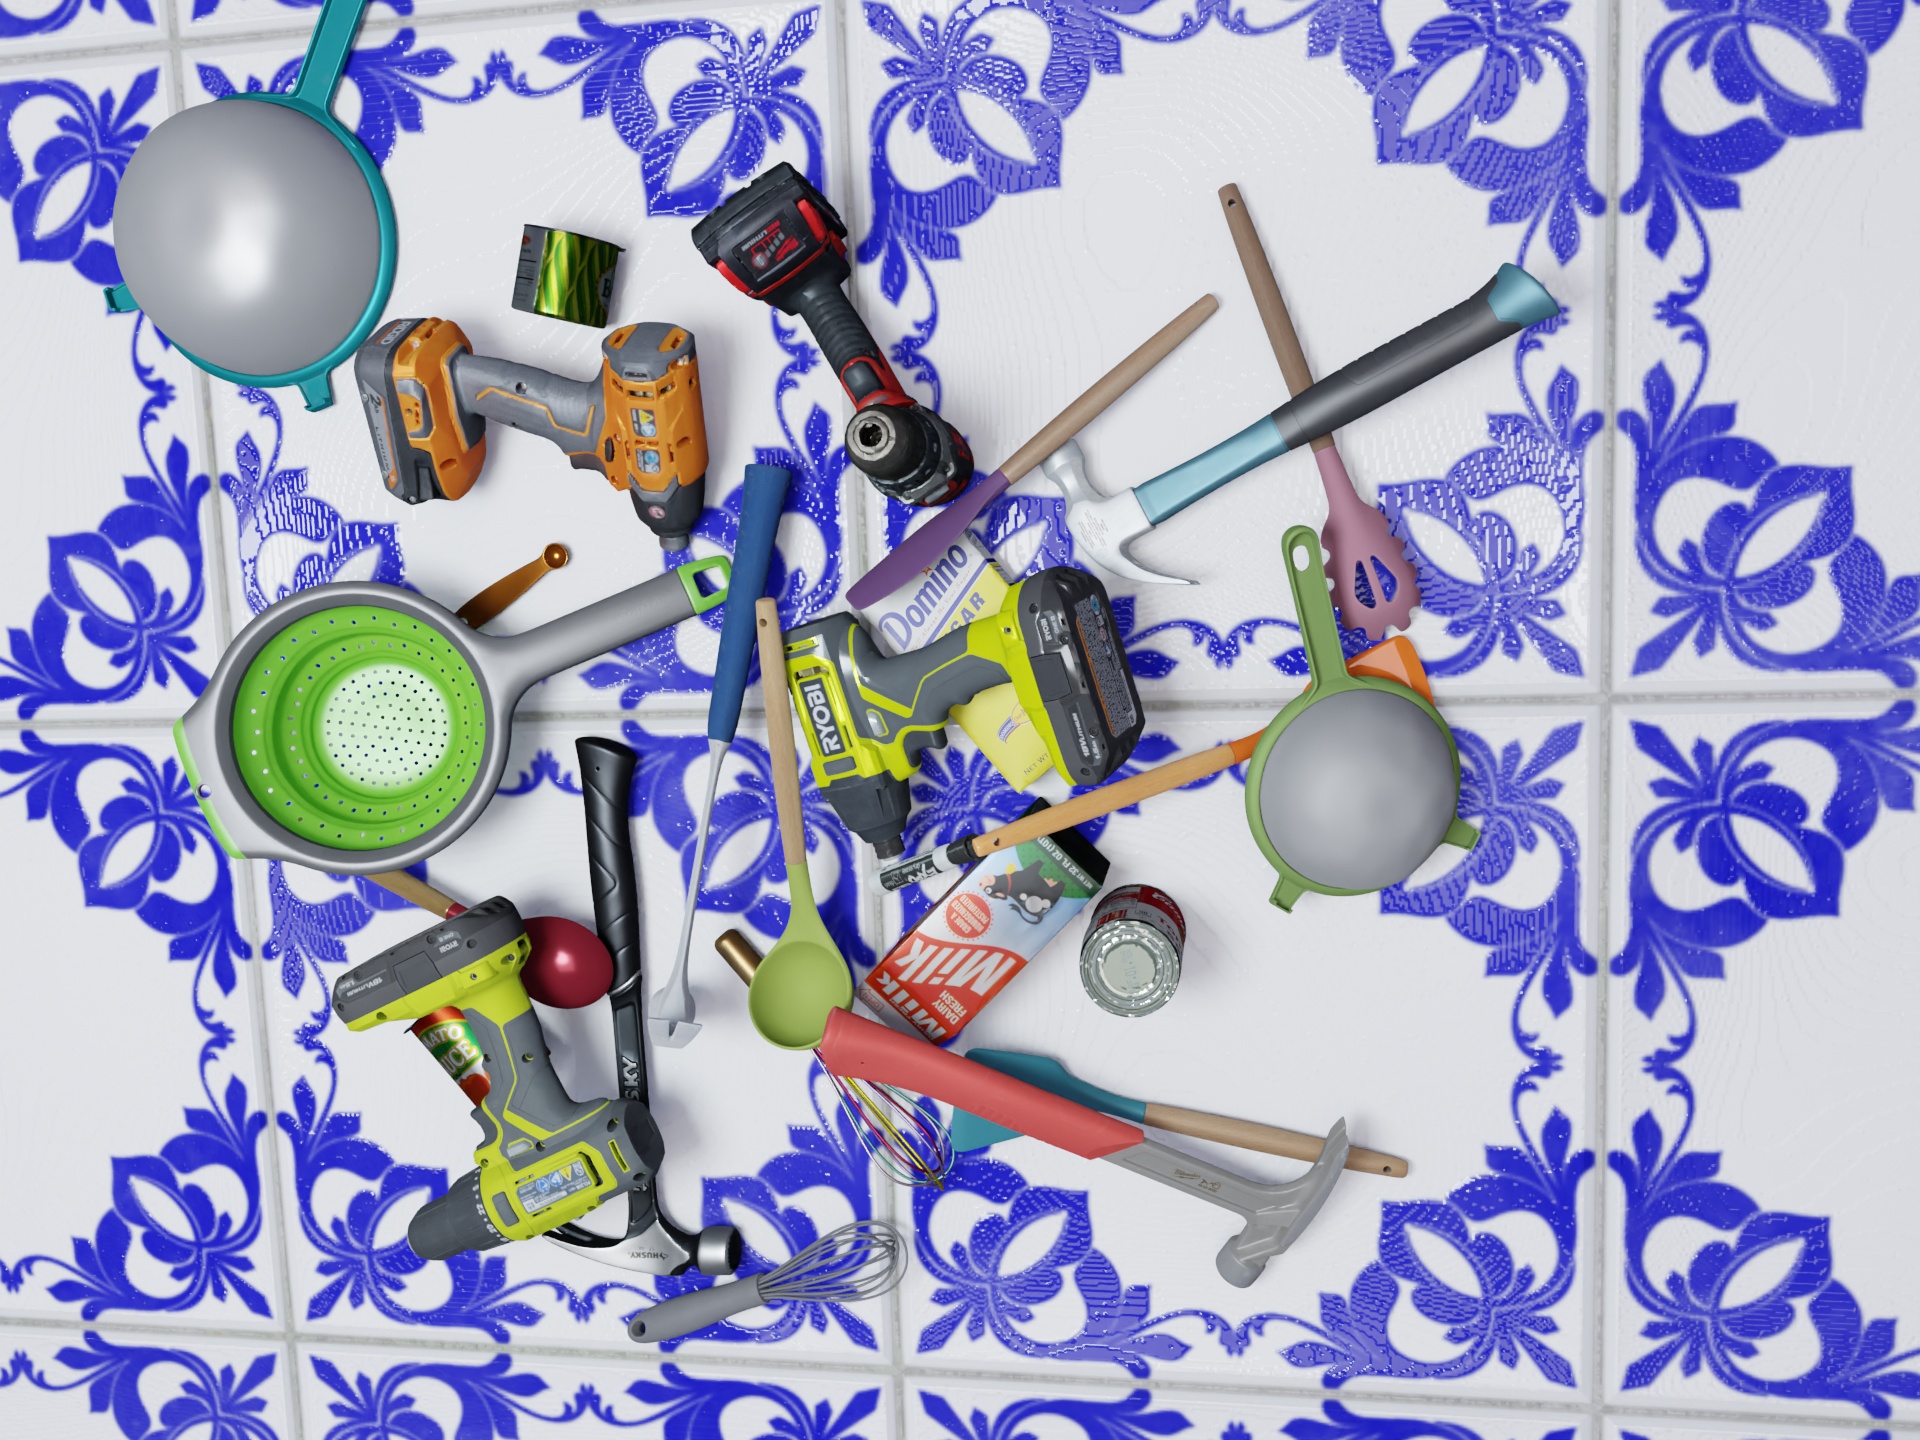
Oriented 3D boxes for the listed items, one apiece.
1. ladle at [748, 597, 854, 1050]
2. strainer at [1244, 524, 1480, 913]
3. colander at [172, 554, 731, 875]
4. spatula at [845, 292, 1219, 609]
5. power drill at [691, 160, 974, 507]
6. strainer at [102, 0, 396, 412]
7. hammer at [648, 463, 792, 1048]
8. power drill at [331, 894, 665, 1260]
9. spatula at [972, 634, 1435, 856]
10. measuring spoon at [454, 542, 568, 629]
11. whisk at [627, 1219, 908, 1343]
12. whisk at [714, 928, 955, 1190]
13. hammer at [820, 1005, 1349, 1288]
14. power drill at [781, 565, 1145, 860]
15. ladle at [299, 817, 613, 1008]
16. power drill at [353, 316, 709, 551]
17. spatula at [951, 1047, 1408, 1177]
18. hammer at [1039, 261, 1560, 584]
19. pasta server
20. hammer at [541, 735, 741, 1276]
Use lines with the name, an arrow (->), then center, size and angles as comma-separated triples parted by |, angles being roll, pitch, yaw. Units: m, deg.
ladle -> -0.119, 0.076, 1.076 | 0.078, 0.062, 0.320 | 3, 111, 20
strainer -> 0.252, 0.001, 1.017 | 0.151, 0.069, 0.256 | -18, 105, -6
colander -> -0.347, -0.027, 1.150 | 0.397, 0.094, 0.204 | -23, 92, -6
spatula -> 0.049, -0.177, 1.052 | 0.316, 0.060, 0.018 | -41, 118, -2
power drill -> -0.077, -0.238, 1.020 | 0.080, 0.188, 0.227 | -33, 87, 11
strainer -> -0.491, -0.402, 1.113 | 0.211, 0.095, 0.340 | 27, 102, 5
hammer -> -0.166, 0.025, 1.093 | 0.035, 0.144, 0.405 | 10, 88, -10
power drill -> -0.339, 0.258, 1.113 | 0.190, 0.080, 0.228 | -26, 94, 9
spatula -> 0.161, 0.030, 1.055 | 0.322, 0.041, 0.081 | -20, 97, -10
measuring spoon -> -0.333, -0.095, 1.170 | 0.117, 0.011, 0.021 | -32, 90, 15
whisk -> -0.147, 0.426, 1.185 | 0.239, 0.055, 0.055 | -22, 93, 16
whisk -> -0.092, 0.246, 1.154 | 0.051, 0.047, 0.245 | -43, 85, 13
hammer -> 0.077, 0.269, 1.080 | 0.359, 0.037, 0.149 | 24, 115, -6
power drill -> -0.002, -0.003, 1.045 | 0.223, 0.080, 0.171 | -14, 99, 29
ladle -> -0.397, 0.129, 1.182 | 0.315, 0.031, 0.069 | 25, 101, 14
power drill -> -0.285, -0.195, 1.100 | 0.226, 0.084, 0.164 | 5, 129, 8
spatula -> 0.154, 0.288, 1.116 | 0.317, 0.044, 0.082 | 10, 106, 7
hammer -> 0.217, -0.194, 1.021 | 0.331, 0.033, 0.128 | -28, 85, 20
pasta server -> 0.231, -0.204, 1.053 | 0.060, 0.040, 0.316 | -21, 89, 11
hammer -> -0.252, 0.214, 1.181 | 0.149, 0.036, 0.409 | -3, 96, 11
